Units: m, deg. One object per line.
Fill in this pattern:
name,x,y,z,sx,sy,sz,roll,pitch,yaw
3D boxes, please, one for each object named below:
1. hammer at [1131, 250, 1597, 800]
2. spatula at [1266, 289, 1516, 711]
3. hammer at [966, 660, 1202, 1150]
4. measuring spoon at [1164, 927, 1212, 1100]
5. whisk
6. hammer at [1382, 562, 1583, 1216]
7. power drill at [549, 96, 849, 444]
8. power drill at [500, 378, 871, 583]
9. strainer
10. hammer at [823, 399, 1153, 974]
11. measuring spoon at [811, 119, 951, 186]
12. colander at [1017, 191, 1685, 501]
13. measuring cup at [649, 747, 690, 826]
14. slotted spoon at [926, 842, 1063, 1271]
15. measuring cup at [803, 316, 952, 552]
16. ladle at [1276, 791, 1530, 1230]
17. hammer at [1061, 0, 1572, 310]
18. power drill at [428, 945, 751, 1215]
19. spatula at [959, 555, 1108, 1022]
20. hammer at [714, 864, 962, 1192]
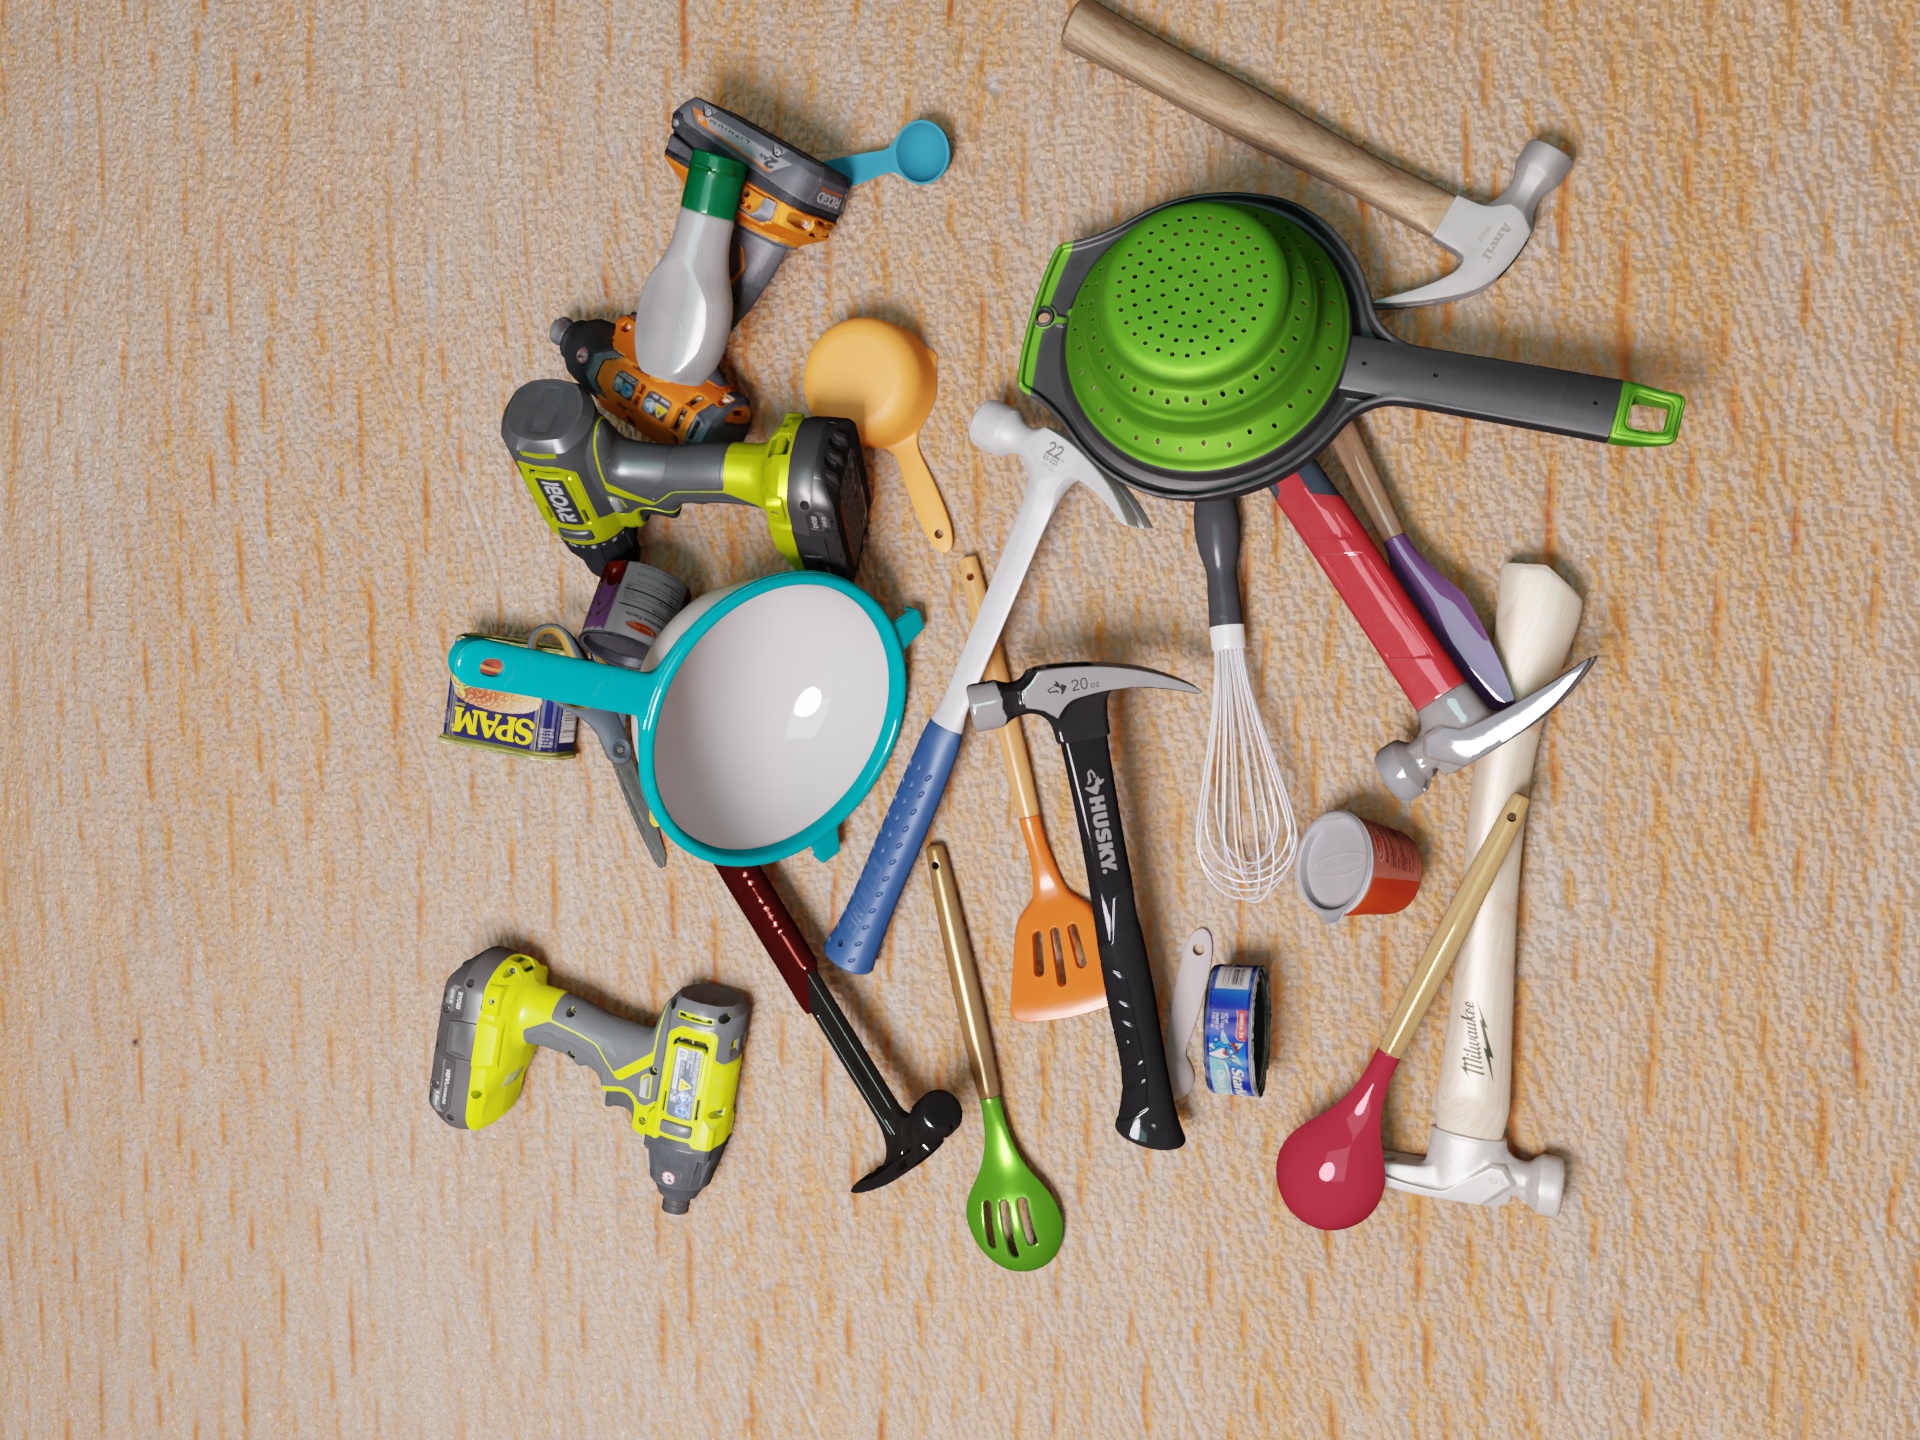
hammer,0.231,-0.148,0.999,0.143,0.038,0.386,-37,76,29
spatula,0.263,-0.138,1.013,0.060,0.018,0.316,-27,80,31
hammer,0.106,0.123,1.040,0.146,0.035,0.334,-11,99,0
measuring spoon,0.152,0.202,1.087,0.034,0.018,0.124,14,97,16
whisk,0.179,-0.022,1.043,0.070,0.070,0.284,-6,88,17
hammer,0.329,0.105,1.016,0.146,0.038,0.410,6,96,18
power drill,-0.192,-0.312,1.121,0.164,0.084,0.226,33,108,12
power drill,-0.183,-0.149,1.096,0.228,0.190,0.080,6,64,7
strainer,-0.191,-0.023,1.046,0.095,0.340,0.211,30,103,44
hammer,-0.002,-0.003,1.086,0.144,0.035,0.405,33,109,30
measuring spoon,-0.062,-0.387,1.112,0.128,0.021,0.042,-4,105,26
colander,0.220,-0.224,0.936,0.397,0.094,0.204,14,84,17
measuring cup,-0.205,-0.001,1.138,0.062,0.029,0.157,-3,63,27
slotted spoon,0.013,0.242,1.130,0.070,0.031,0.314,-12,89,18
measuring cup,-0.049,-0.196,1.100,0.095,0.052,0.174,-24,85,17
ladle,0.284,0.188,1.006,0.069,0.031,0.315,27,100,17
hammer,0.208,-0.373,1.019,0.331,0.031,0.130,33,102,13
power drill,-0.277,0.267,1.196,0.223,0.080,0.171,13,98,13
spatula,0.041,0.043,1.098,0.081,0.041,0.322,-14,89,15
hammer,-0.129,0.165,1.145,0.359,0.036,0.149,56,141,14
